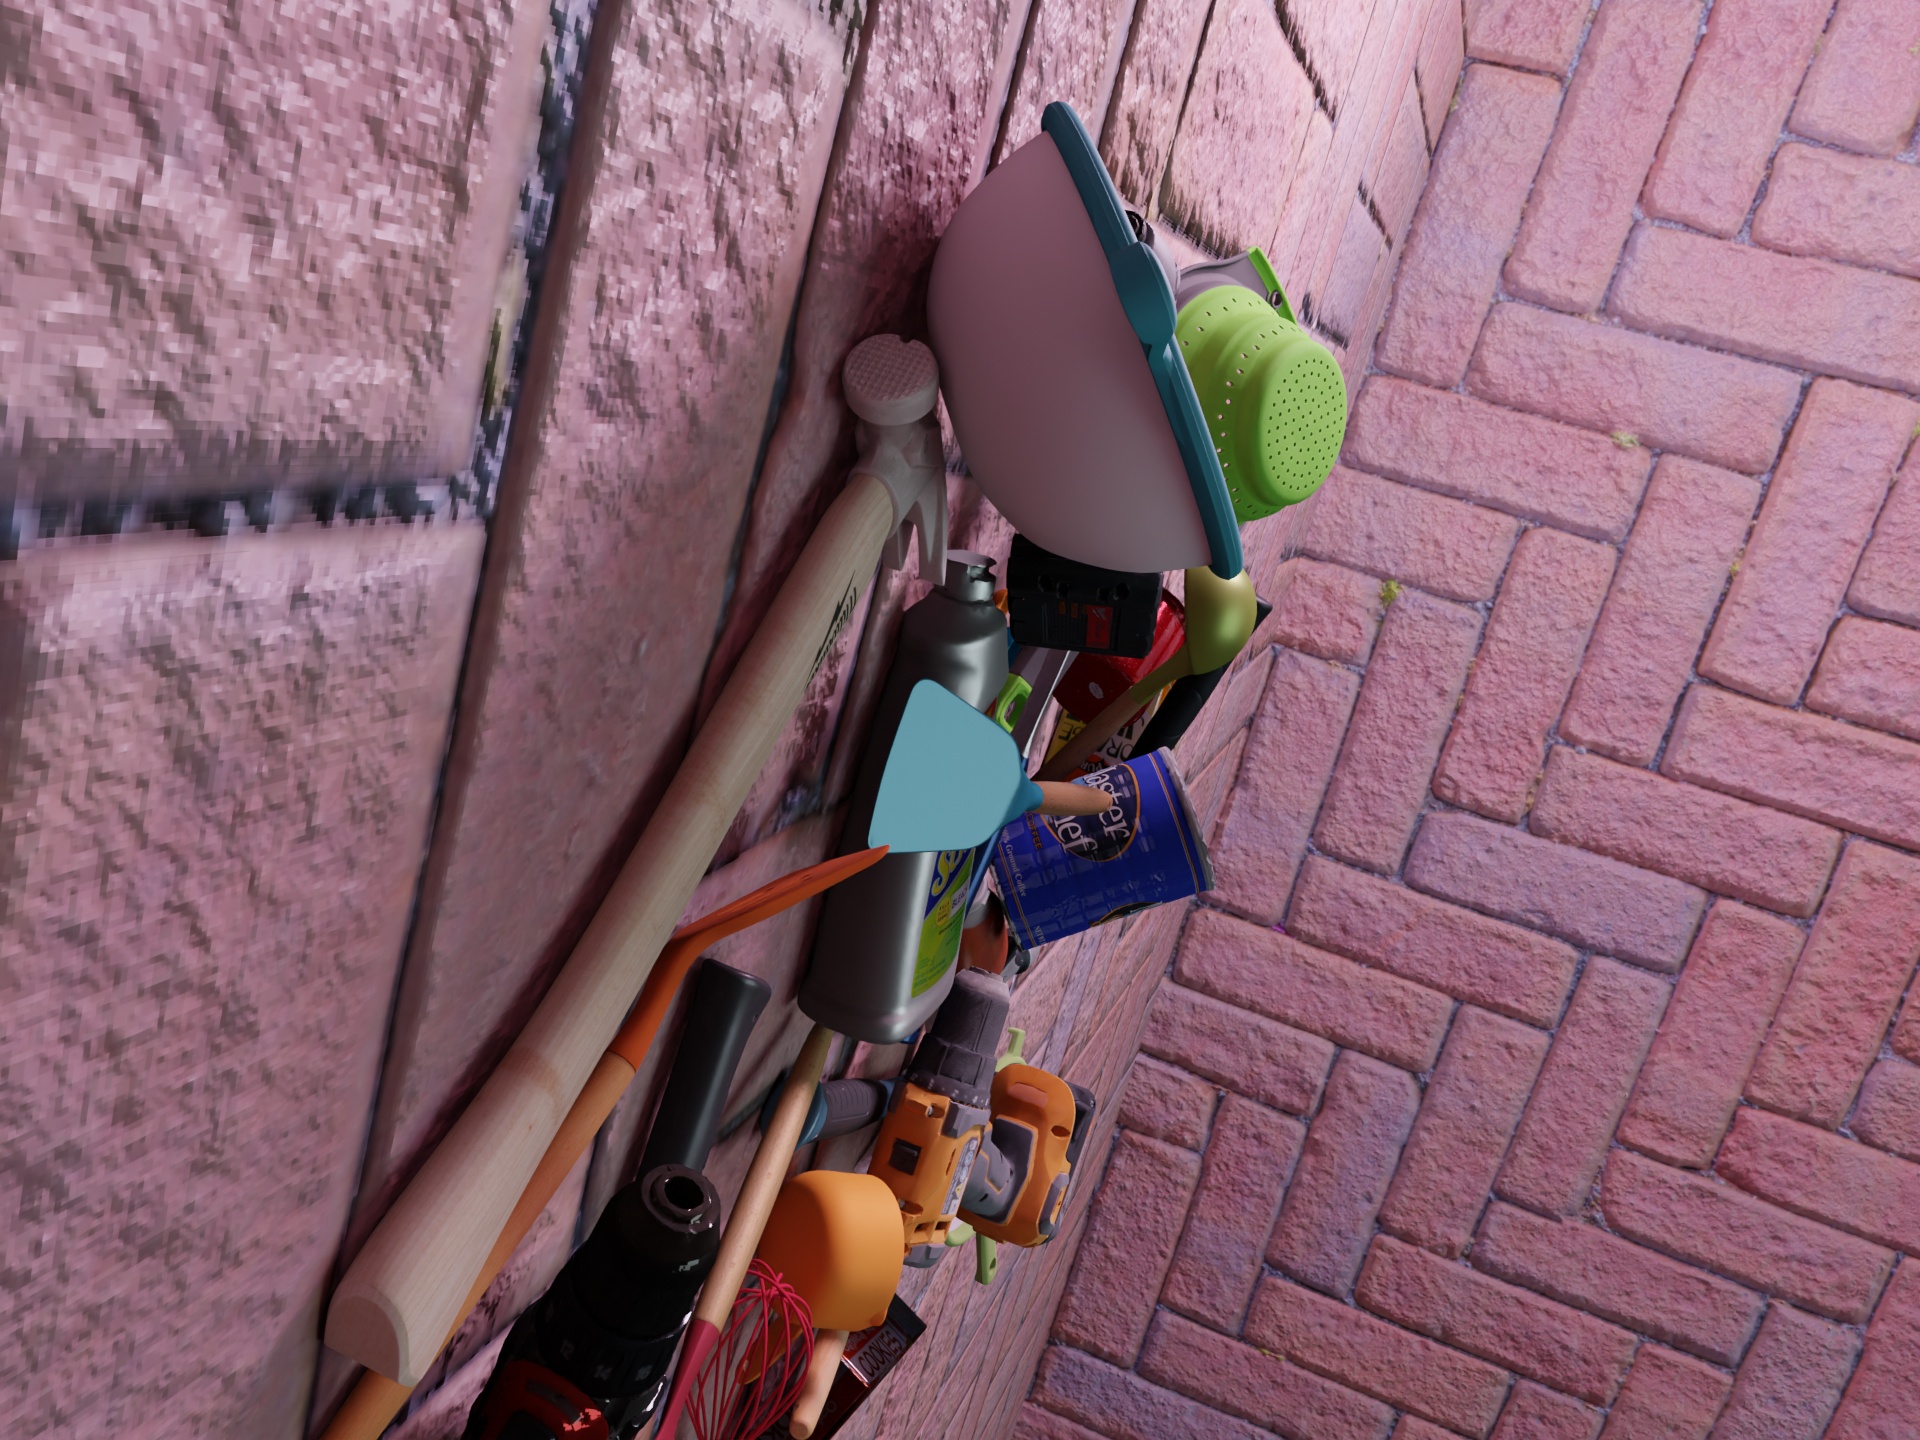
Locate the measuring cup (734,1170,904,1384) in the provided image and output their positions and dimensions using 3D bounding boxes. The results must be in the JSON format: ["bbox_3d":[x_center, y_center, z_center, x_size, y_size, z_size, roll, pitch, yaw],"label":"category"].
[{"bbox_3d":[-0.103,0.335,0.932,0.052,0.095,0.173,22,117,-37],"label":"measuring cup"}]

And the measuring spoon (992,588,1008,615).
[{"bbox_3d":[0.001,-0.044,0.919,0.117,0.011,0.021,-50,155,-45],"label":"measuring spoon"}]

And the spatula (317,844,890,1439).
[{"bbox_3d":[-0.135,0.154,0.596,0.081,0.041,0.323,-20,-152,49],"label":"spatula"}]

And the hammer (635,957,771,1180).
[{"bbox_3d":[-0.152,0.265,0.702,0.146,0.035,0.335,9,100,-76],"label":"hammer"}]

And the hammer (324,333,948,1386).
[{"bbox_3d":[-0.102,0.046,0.602,0.146,0.038,0.411,86,28,-60],"label":"hammer"}]

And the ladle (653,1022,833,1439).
[{"bbox_3d":[-0.110,0.258,0.733,0.316,0.031,0.069,-68,178,-50],"label":"ladle"}]

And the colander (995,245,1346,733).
[{"bbox_3d":[0.155,-0.143,1.071,0.397,0.095,0.204,-56,135,-16],"label":"colander"}]

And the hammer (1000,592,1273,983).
[{"bbox_3d":[0.109,0.067,1.185,0.408,0.036,0.149,-59,170,27],"label":"hammer"}]

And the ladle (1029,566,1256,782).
[{"bbox_3d":[0.093,-0.009,1.051,0.320,0.062,0.078,-47,-153,50],"label":"ladle"}]

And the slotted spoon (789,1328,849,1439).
[{"bbox_3d":[-0.074,0.373,1.026,0.070,0.031,0.314,-52,180,7],"label":"slotted spoon"}]

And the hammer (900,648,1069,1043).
[{"bbox_3d":[0.040,0.010,0.975,0.405,0.035,0.144,-66,-152,4],"label":"hammer"}]

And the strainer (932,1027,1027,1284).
[{"bbox_3d":[-0.004,0.361,1.260,0.151,0.069,0.256,-51,149,-42],"label":"strainer"}]

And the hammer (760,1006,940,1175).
[{"bbox_3d":[-0.060,0.242,1.013,0.330,0.033,0.128,42,67,-74],"label":"hammer"}]

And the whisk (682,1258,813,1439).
[{"bbox_3d":[-0.137,0.413,0.906,0.073,0.073,0.295,-48,159,-56],"label":"whisk"}]

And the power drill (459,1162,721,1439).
[{"bbox_3d":[-0.161,0.261,0.515,0.187,0.080,0.227,-60,174,26],"label":"power drill"}]

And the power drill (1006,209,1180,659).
[{"bbox_3d":[0.077,-0.155,0.849,0.143,0.078,0.220,78,20,-74],"label":"power drill"}]

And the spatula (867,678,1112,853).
[{"bbox_3d":[0.034,0.037,0.854,0.317,0.044,0.082,14,92,-72],"label":"spatula"}]

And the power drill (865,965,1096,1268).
[{"bbox_3d":[0.018,0.266,1.066,0.226,0.084,0.185,33,74,-61],"label":"power drill"}]

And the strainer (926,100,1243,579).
[{"bbox_3d":[0.035,-0.134,0.618,0.340,0.095,0.211,-58,127,-80],"label":"strainer"}]

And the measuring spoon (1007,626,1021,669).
[{"bbox_3d":[-0.002,-0.003,0.956,0.128,0.021,0.042,-59,170,-7],"label":"measuring spoon"}]
